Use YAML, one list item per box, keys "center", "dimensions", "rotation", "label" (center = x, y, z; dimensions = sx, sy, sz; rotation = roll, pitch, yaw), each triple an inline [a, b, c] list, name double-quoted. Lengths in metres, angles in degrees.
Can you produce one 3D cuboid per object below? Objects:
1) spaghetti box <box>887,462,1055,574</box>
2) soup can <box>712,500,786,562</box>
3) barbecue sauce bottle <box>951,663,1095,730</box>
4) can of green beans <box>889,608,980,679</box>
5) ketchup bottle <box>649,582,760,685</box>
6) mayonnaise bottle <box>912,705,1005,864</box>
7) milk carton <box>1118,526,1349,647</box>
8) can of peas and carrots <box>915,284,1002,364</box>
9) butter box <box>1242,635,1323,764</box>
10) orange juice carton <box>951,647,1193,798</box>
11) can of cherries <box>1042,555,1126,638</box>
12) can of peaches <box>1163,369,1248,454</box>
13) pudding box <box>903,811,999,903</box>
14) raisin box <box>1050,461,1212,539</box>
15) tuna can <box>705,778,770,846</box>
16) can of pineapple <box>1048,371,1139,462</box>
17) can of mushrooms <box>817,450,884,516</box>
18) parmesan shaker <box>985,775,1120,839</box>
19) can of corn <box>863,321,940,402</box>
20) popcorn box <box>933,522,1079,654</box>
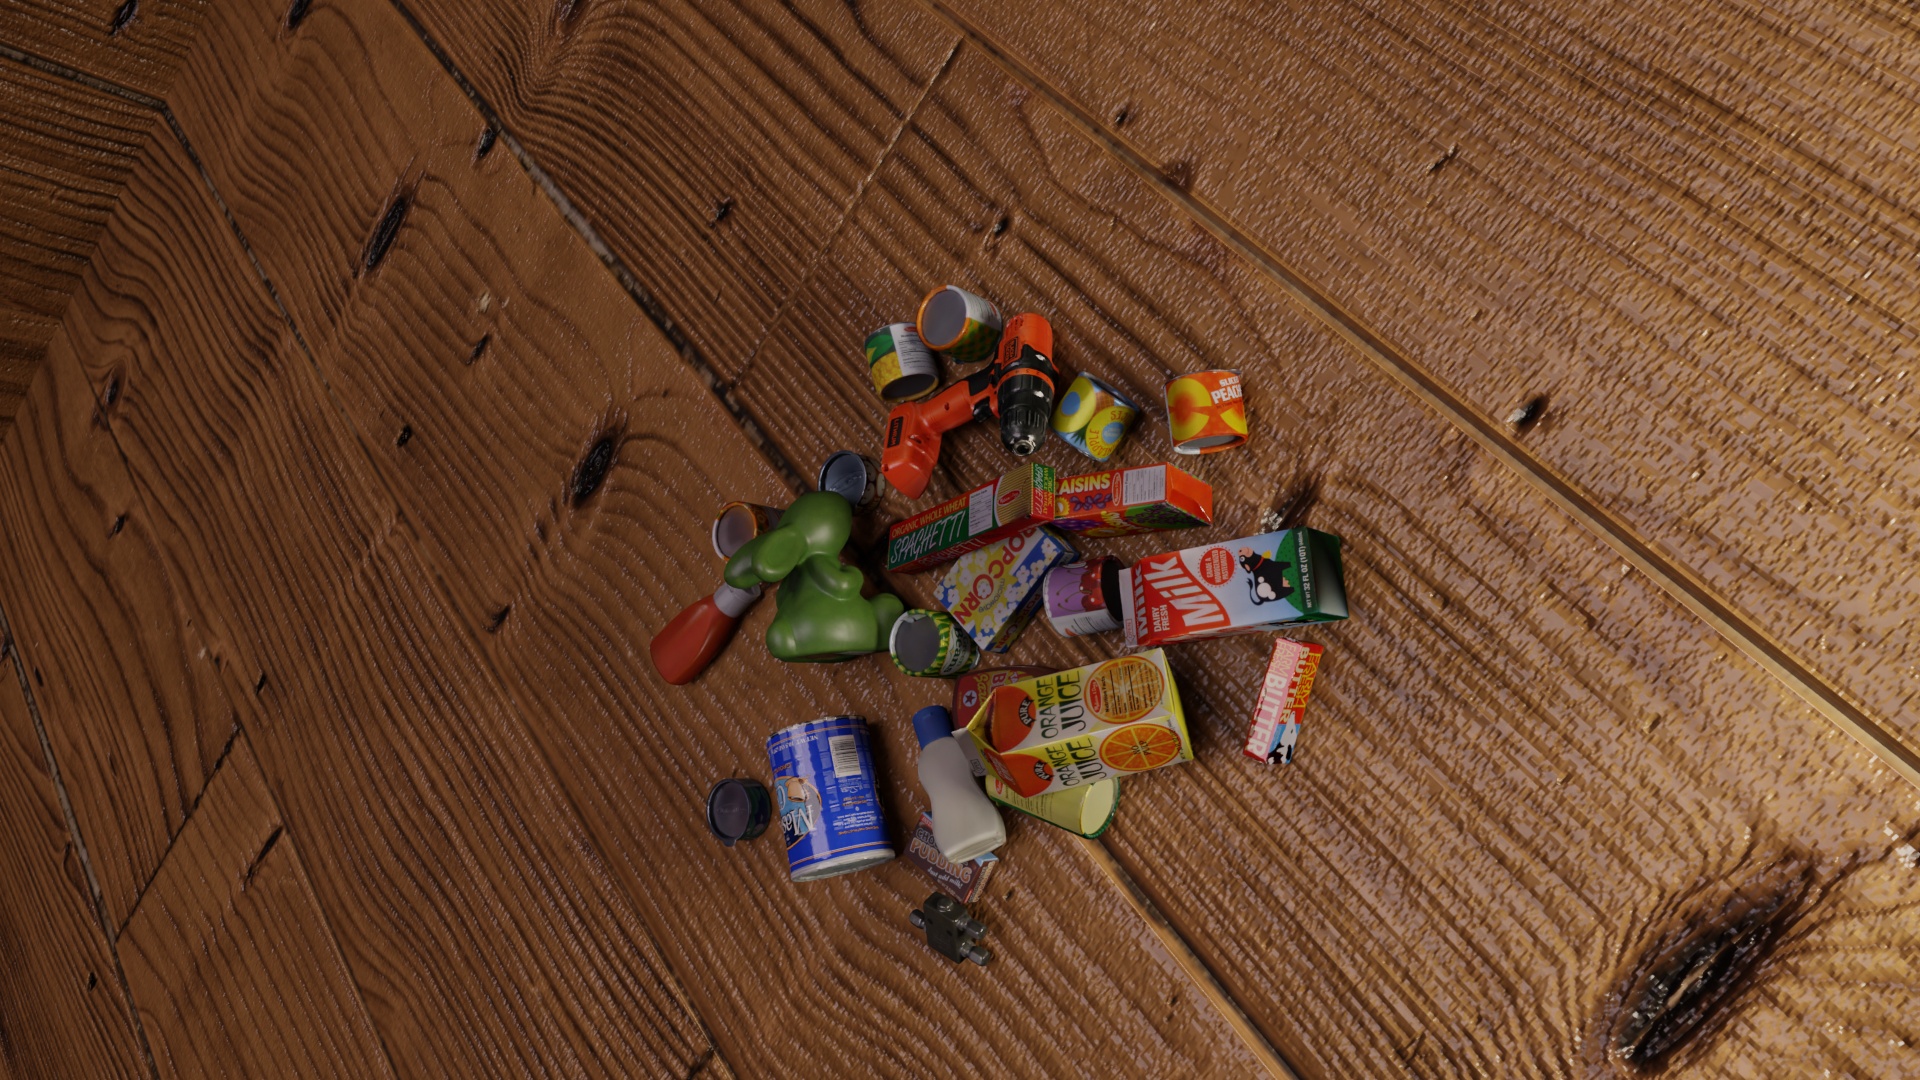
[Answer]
- center: [0.005, -0.016, 1.297]
  dimensions: [0.249, 0.029, 0.050]
  rotation: [-22, 60, 54]
  label: "spaghetti box"
- center: [-0.209, -0.005, 1.471]
  dimensions: [0.071, 0.084, 0.071]
  rotation: [-6, 79, 35]
  label: "soup can"
- center: [0.063, 0.143, 1.277]
  dimensions: [0.148, 0.043, 0.065]
  rotation: [-15, 59, 33]
  label: "barbecue sauce bottle"
- center: [-0.026, 0.100, 1.340]
  dimensions: [0.071, 0.058, 0.071]
  rotation: [-6, 80, 35]
  label: "can of green beans"
- center: [-0.281, 0.093, 1.532]
  dimensions: [0.148, 0.043, 0.065]
  rotation: [-43, 62, 22]
  label: "ketchup bottle"
- center: [-0.008, 0.225, 1.304]
  dimensions: [0.065, 0.041, 0.149]
  rotation: [-24, 54, 4]
  label: "mayonnaise bottle"
- center: [0.218, 0.043, 1.164]
  dimensions: [0.190, 0.073, 0.072]
  rotation: [-12, 77, 34]
  label: "milk carton"
- center: [-0.003, -0.212, 1.371]
  dimensions: [0.071, 0.059, 0.071]
  rotation: [-6, 79, 35]
  label: "can of peas and carrots"
- center: [0.263, 0.130, 1.131]
  dimensions: [0.024, 0.053, 0.103]
  rotation: [18, 94, 34]
  label: "butter box"
- center: [0.093, 0.161, 1.186]
  dimensions: [0.192, 0.071, 0.073]
  rotation: [-15, 45, 12]
  label: "orange juice carton"
- center: [0.115, 0.048, 1.242]
  dimensions: [0.058, 0.071, 0.071]
  rotation: [-15, 75, 33]
  label: "can of cherries"
- center: [0.213, -0.110, 1.195]
  dimensions: [0.071, 0.071, 0.058]
  rotation: [-13, 76, 34]
  label: "can of peaches"
- center: [-0.009, 0.299, 1.315]
  dimensions: [0.084, 0.030, 0.049]
  rotation: [34, 102, 34]
  label: "pudding box"
- center: [0.147, -0.032, 1.218]
  dimensions: [0.123, 0.086, 0.040]
  rotation: [-7, 74, 35]
  label: "raisin box"
- center: [-0.236, 0.289, 1.477]
  dimensions: [0.071, 0.033, 0.071]
  rotation: [-6, 79, 35]
  label: "tuna can"
- center: [0.121, -0.112, 1.261]
  dimensions: [0.071, 0.071, 0.057]
  rotation: [43, 108, 32]
  label: "can of pineapple"
- center: [-0.113, -0.056, 1.442]
  dimensions: [0.071, 0.033, 0.071]
  rotation: [-6, 79, 34]
  label: "can of mushrooms"
- center: [0.083, 0.221, 1.240]
  dimensions: [0.103, 0.071, 0.071]
  rotation: [17, 93, 35]
  label: "parmesan shaker"
- center: [-0.060, -0.178, 1.403]
  dimensions: [0.071, 0.071, 0.058]
  rotation: [-27, 69, 30]
  label: "can of corn"
- center: [0.043, 0.032, 1.313]
  dimensions: [0.085, 0.038, 0.126]
  rotation: [47, 110, 31]
  label: "popcorn box"
